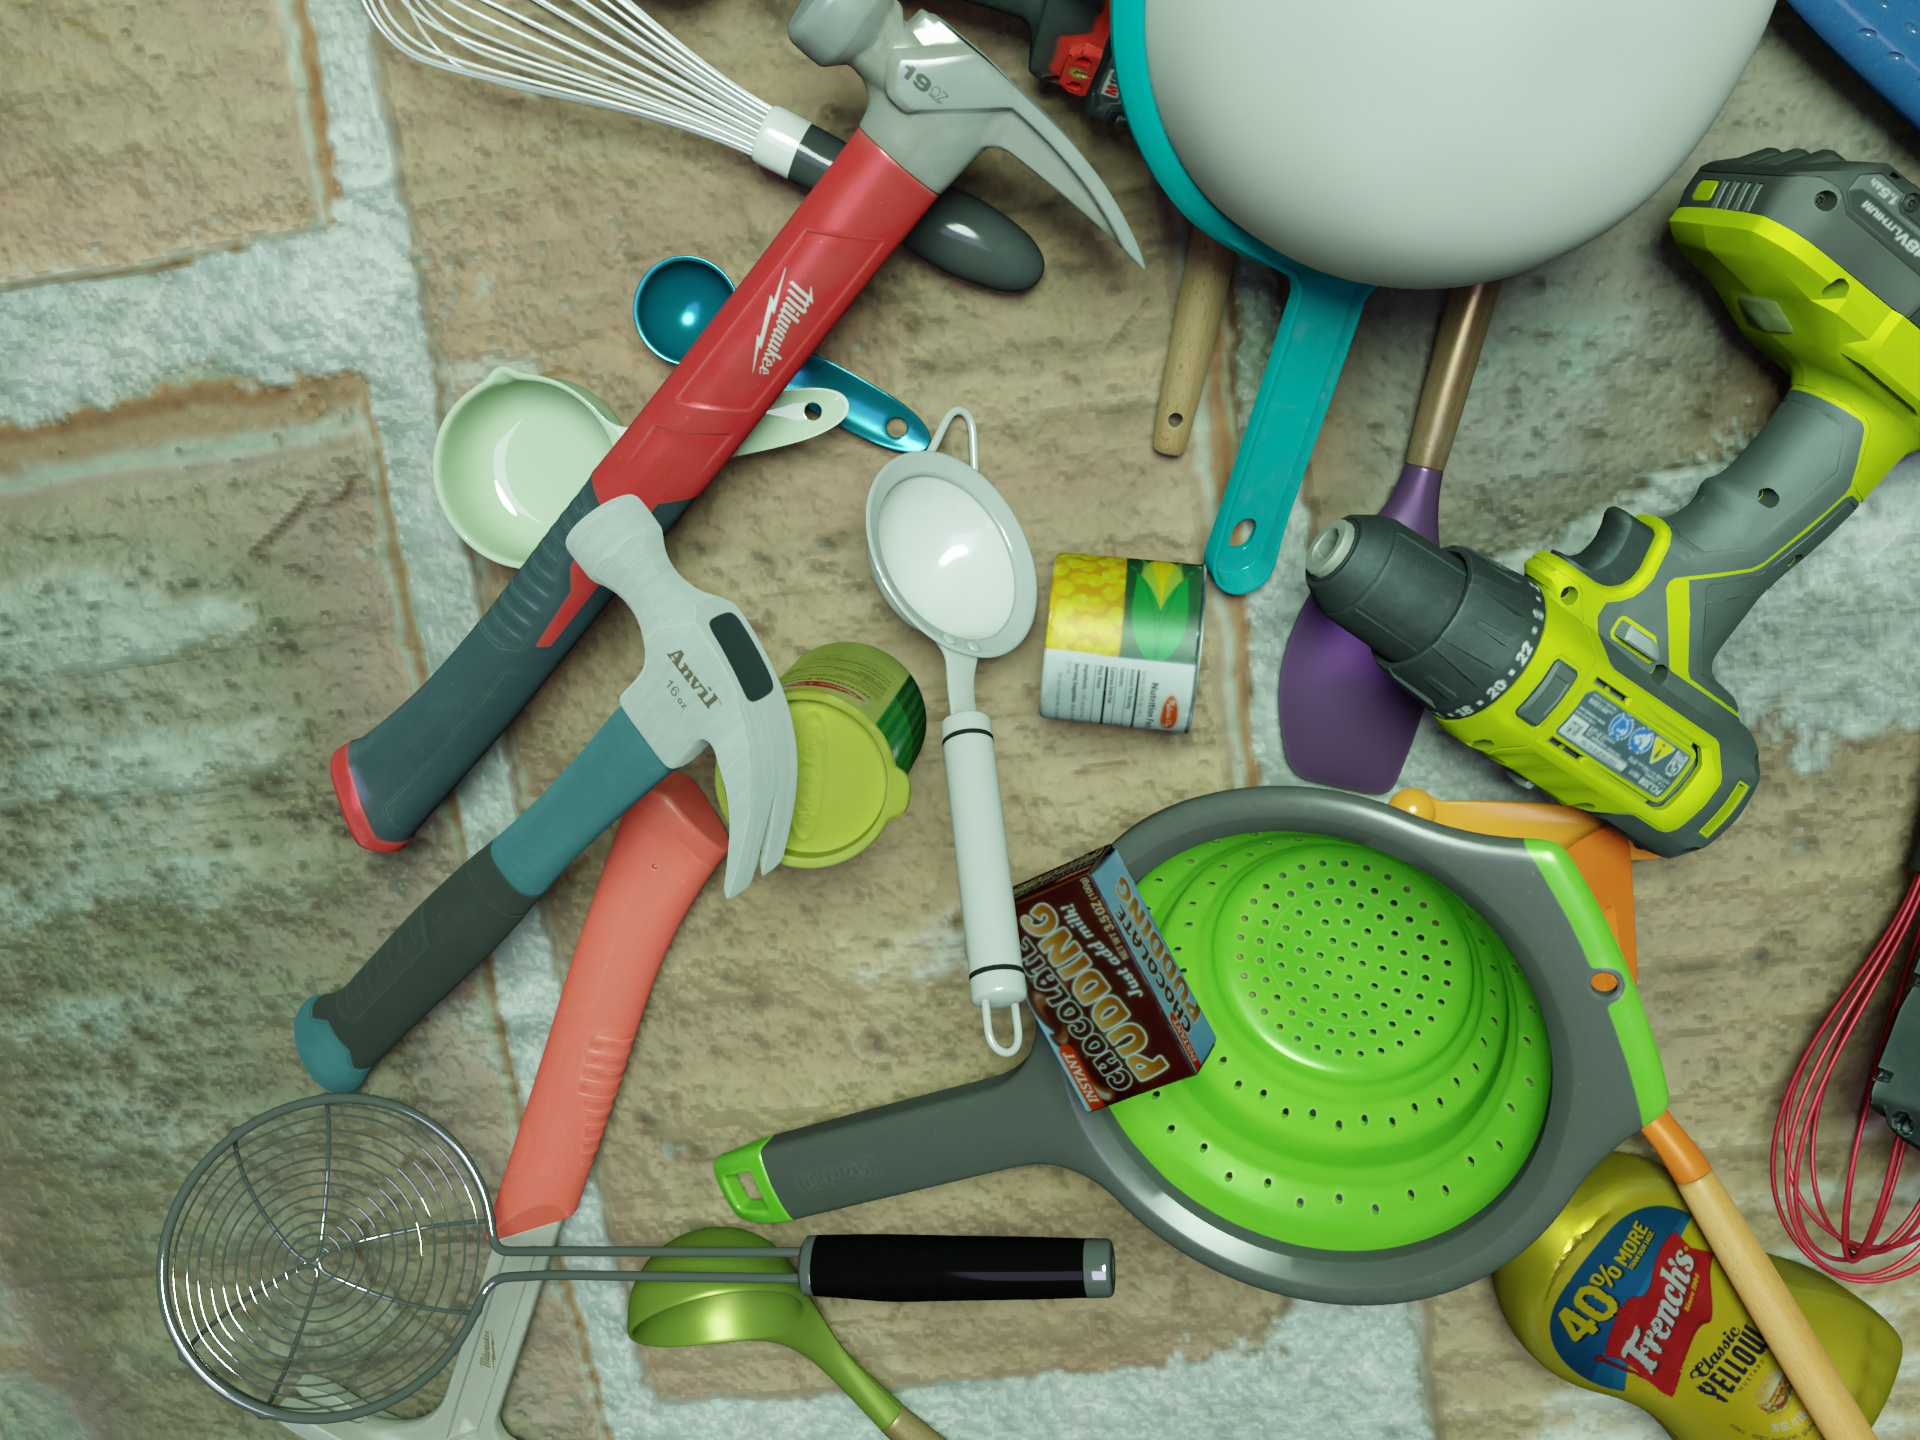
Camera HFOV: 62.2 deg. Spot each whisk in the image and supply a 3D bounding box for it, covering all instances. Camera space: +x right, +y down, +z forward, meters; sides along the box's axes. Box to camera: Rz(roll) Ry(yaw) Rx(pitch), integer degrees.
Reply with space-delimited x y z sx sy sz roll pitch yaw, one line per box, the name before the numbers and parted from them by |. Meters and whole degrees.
whisk | 0.378 0.079 0.619 0.073 0.073 0.296 10 97 3
whisk | -0.096 -0.233 0.598 0.284 0.070 0.070 26 103 -6

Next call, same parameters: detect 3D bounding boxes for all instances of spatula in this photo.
spatula | 0.304 0.197 0.615 0.081 0.041 0.323 -26 83 -33
spatula | 0.183 -0.123 0.611 0.060 0.018 0.316 14 104 3
spatula | 0.113 -0.256 0.588 0.082 0.044 0.317 12 107 2

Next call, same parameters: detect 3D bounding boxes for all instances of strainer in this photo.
strainer | -0.001 -0.002 0.586 0.086 0.259 0.050 17 143 -37
strainer | 0.146 -0.159 0.501 0.211 0.095 0.340 -2 132 -17

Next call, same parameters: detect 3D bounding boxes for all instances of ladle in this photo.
ladle | -0.016 0.337 0.709 0.320 0.062 0.078 43 126 -8

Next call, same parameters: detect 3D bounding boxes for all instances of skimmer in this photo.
skimmer | -0.125 0.209 0.621 0.363 0.090 0.127 -3 62 11

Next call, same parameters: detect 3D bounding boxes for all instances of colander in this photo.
colander | 0.072 0.136 0.651 0.397 0.094 0.204 -21 96 27

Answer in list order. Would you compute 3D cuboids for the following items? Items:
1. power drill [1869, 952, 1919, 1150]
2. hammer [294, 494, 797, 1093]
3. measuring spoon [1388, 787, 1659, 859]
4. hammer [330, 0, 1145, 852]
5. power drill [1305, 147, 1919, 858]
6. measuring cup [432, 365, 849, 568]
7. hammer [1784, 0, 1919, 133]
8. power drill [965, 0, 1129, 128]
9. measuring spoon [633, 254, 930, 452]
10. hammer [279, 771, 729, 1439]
power drill | 0.446 0.134 0.582 0.219 0.079 0.143 27 84 -25
hammer | -0.177 0.061 0.614 0.331 0.033 0.128 -40 87 35
measuring spoon | 0.233 0.044 0.645 0.117 0.011 0.021 7 103 4
hammer | -0.105 -0.080 0.597 0.143 0.038 0.386 34 112 -24
power drill | 0.251 -0.081 0.569 0.190 0.080 0.228 30 104 -17
measuring cup | -0.124 -0.109 0.633 0.167 0.038 0.083 -11 101 5
hammer | 0.273 -0.266 0.545 0.405 0.035 0.144 36 91 -8
power drill | -0.017 -0.287 0.503 0.226 0.188 0.080 14 79 -6
measuring spoon | -0.069 -0.142 0.635 0.128 0.021 0.042 28 103 -10
hammer | -0.188 0.187 0.702 0.149 0.037 0.359 20 103 1
